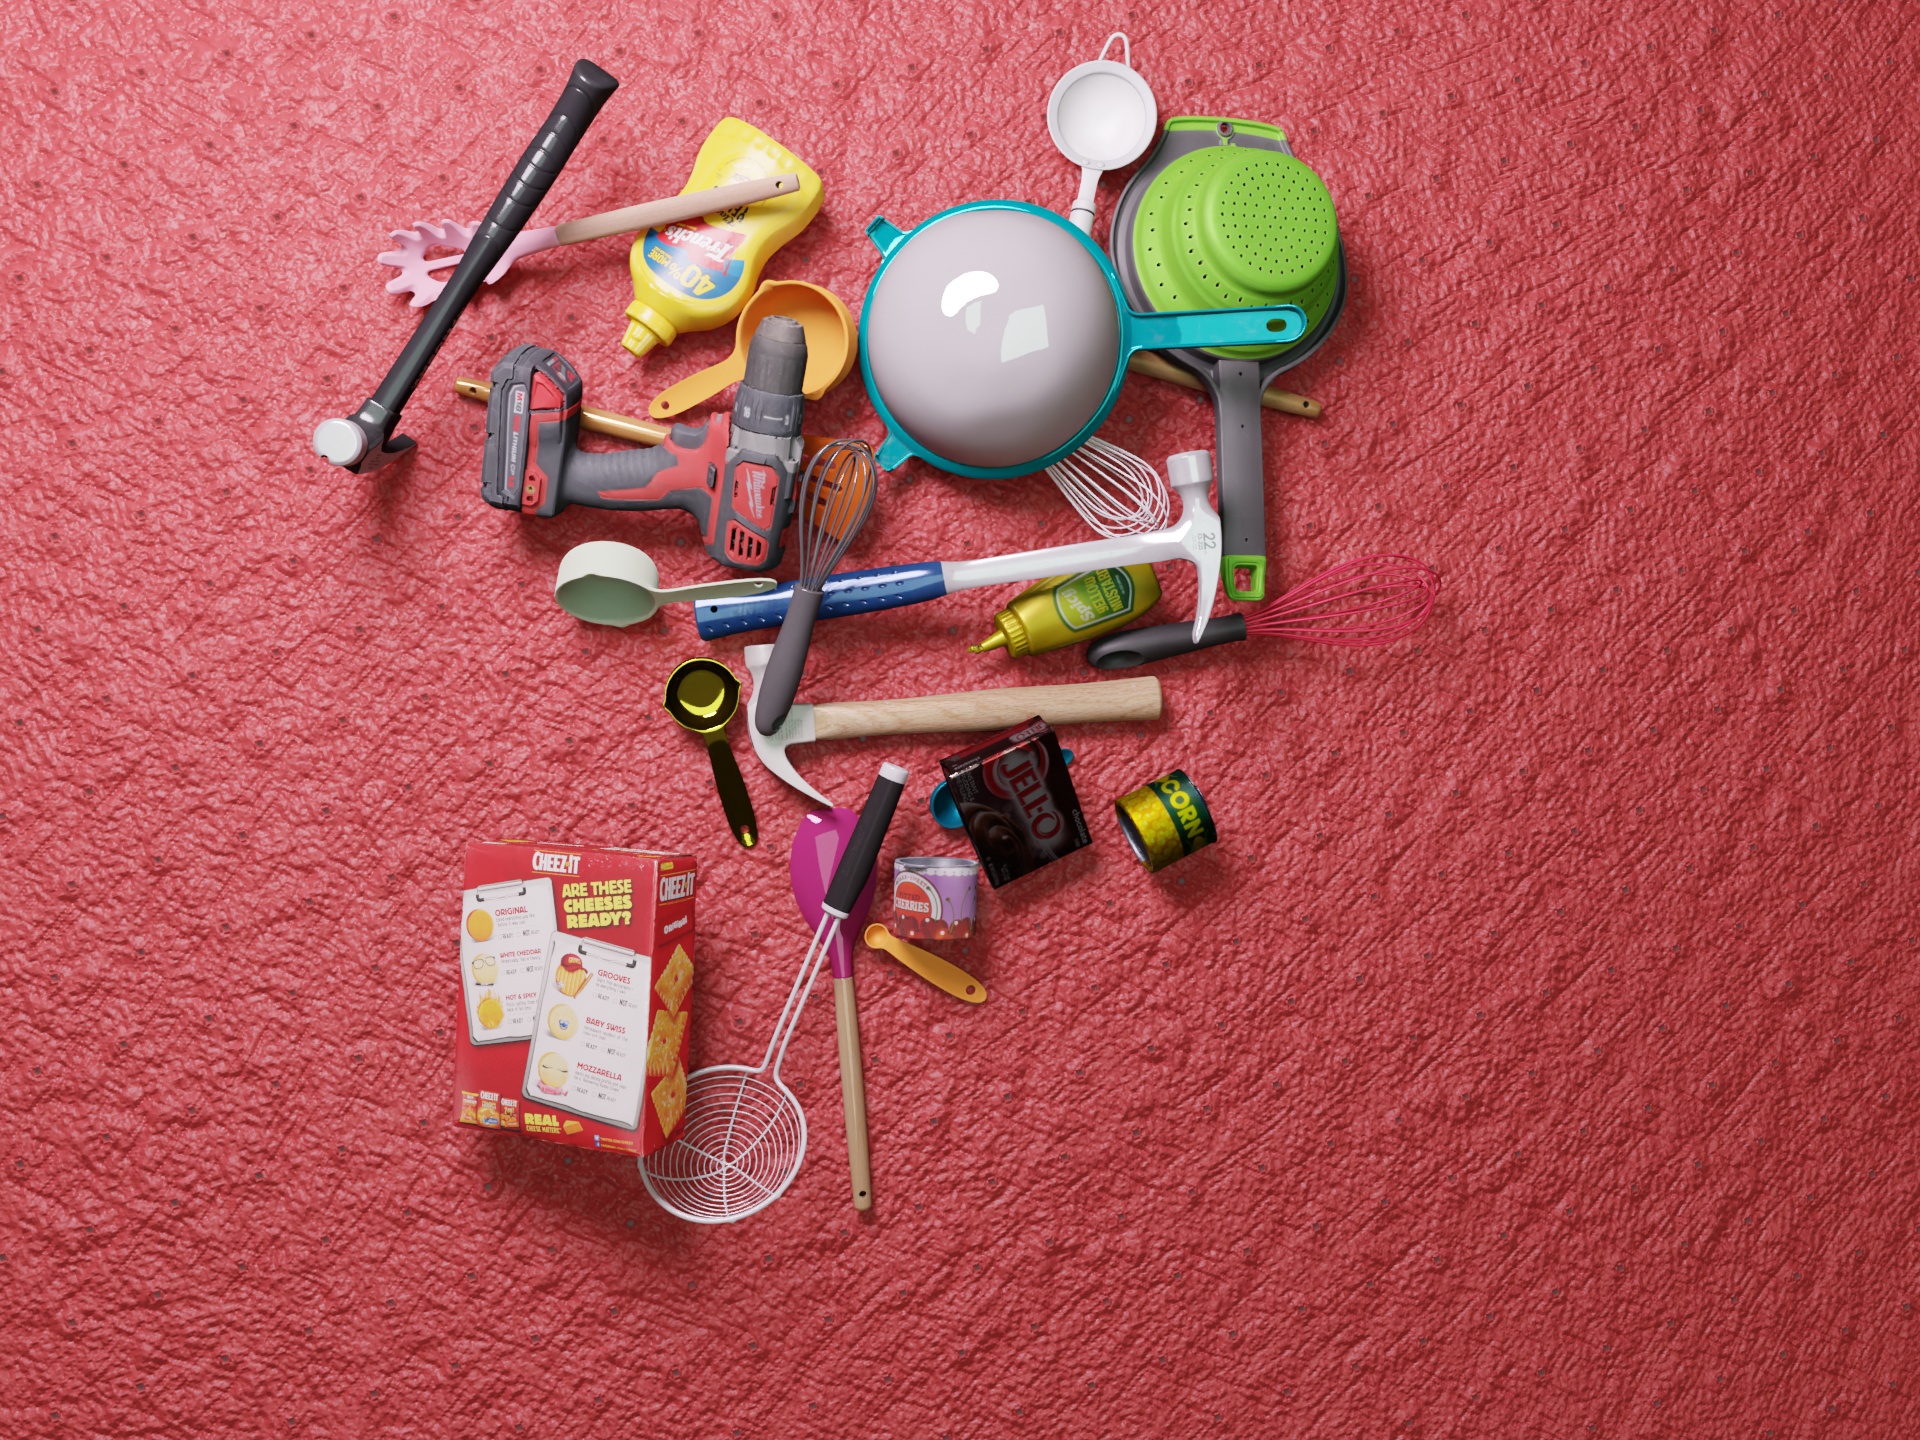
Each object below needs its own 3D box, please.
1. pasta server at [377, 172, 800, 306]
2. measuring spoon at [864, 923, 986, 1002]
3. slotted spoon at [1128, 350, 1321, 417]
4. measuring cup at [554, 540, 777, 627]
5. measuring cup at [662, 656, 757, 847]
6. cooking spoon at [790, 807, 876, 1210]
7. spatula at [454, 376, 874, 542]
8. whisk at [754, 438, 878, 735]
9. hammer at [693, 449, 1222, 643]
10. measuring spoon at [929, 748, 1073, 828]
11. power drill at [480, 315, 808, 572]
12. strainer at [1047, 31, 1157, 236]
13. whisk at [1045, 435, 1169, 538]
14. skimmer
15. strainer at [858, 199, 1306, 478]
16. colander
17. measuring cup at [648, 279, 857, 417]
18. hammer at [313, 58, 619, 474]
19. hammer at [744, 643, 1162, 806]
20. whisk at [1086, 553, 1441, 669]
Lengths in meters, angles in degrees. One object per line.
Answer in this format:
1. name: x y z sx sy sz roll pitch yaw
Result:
1. pasta server: -0.273 -0.364 1.177 0.316 0.040 0.060 -10 107 7
2. measuring spoon: -0.028 0.194 1.267 0.116 0.011 0.021 32 82 -17
3. slotted spoon: 0.145 -0.292 1.282 0.313 0.031 0.070 13 86 -10
4. measuring cup: -0.220 -0.109 1.194 0.167 0.083 0.038 -5 65 4
5. measuring cup: -0.188 0.024 1.241 0.062 0.029 0.156 -17 105 -8
6. cooking spoon: -0.090 0.228 1.257 0.068 0.017 0.319 -5 91 -10
7. spatula: -0.227 -0.215 1.218 0.322 0.041 0.081 13 112 -7
8. whisk: -0.113 -0.096 1.177 0.055 0.055 0.239 16 108 -9
9. hammer: -0.001 -0.105 1.216 0.405 0.035 0.144 -8 93 3
10. measuring spoon: 0.031 0.047 1.277 0.128 0.021 0.042 -22 115 -17
11. power drill: -0.224 -0.218 1.167 0.226 0.080 0.187 11 112 -5
12. strainer: 0.097 -0.410 1.254 0.087 0.050 0.258 12 84 0
13. whisk: 0.049 -0.237 1.257 0.284 0.070 0.070 38 85 -2
14. skimmer: -0.129 0.200 1.202 0.127 0.090 0.363 24 93 19
15. strainer: 0.083 -0.289 1.172 0.340 0.095 0.211 -1 95 9
16. colander: 0.229 -0.295 1.240 0.204 0.094 0.397 0 86 -13
17. measuring cup: -0.160 -0.275 1.230 0.173 0.052 0.095 -23 97 16
18. hammer: -0.344 -0.321 1.129 0.035 0.146 0.335 33 93 -11
19. hammer: -0.002 -0.004 1.261 0.331 0.031 0.130 -4 91 -9
20. whisk: 0.246 -0.079 1.285 0.296 0.073 0.073 -11 93 -3
